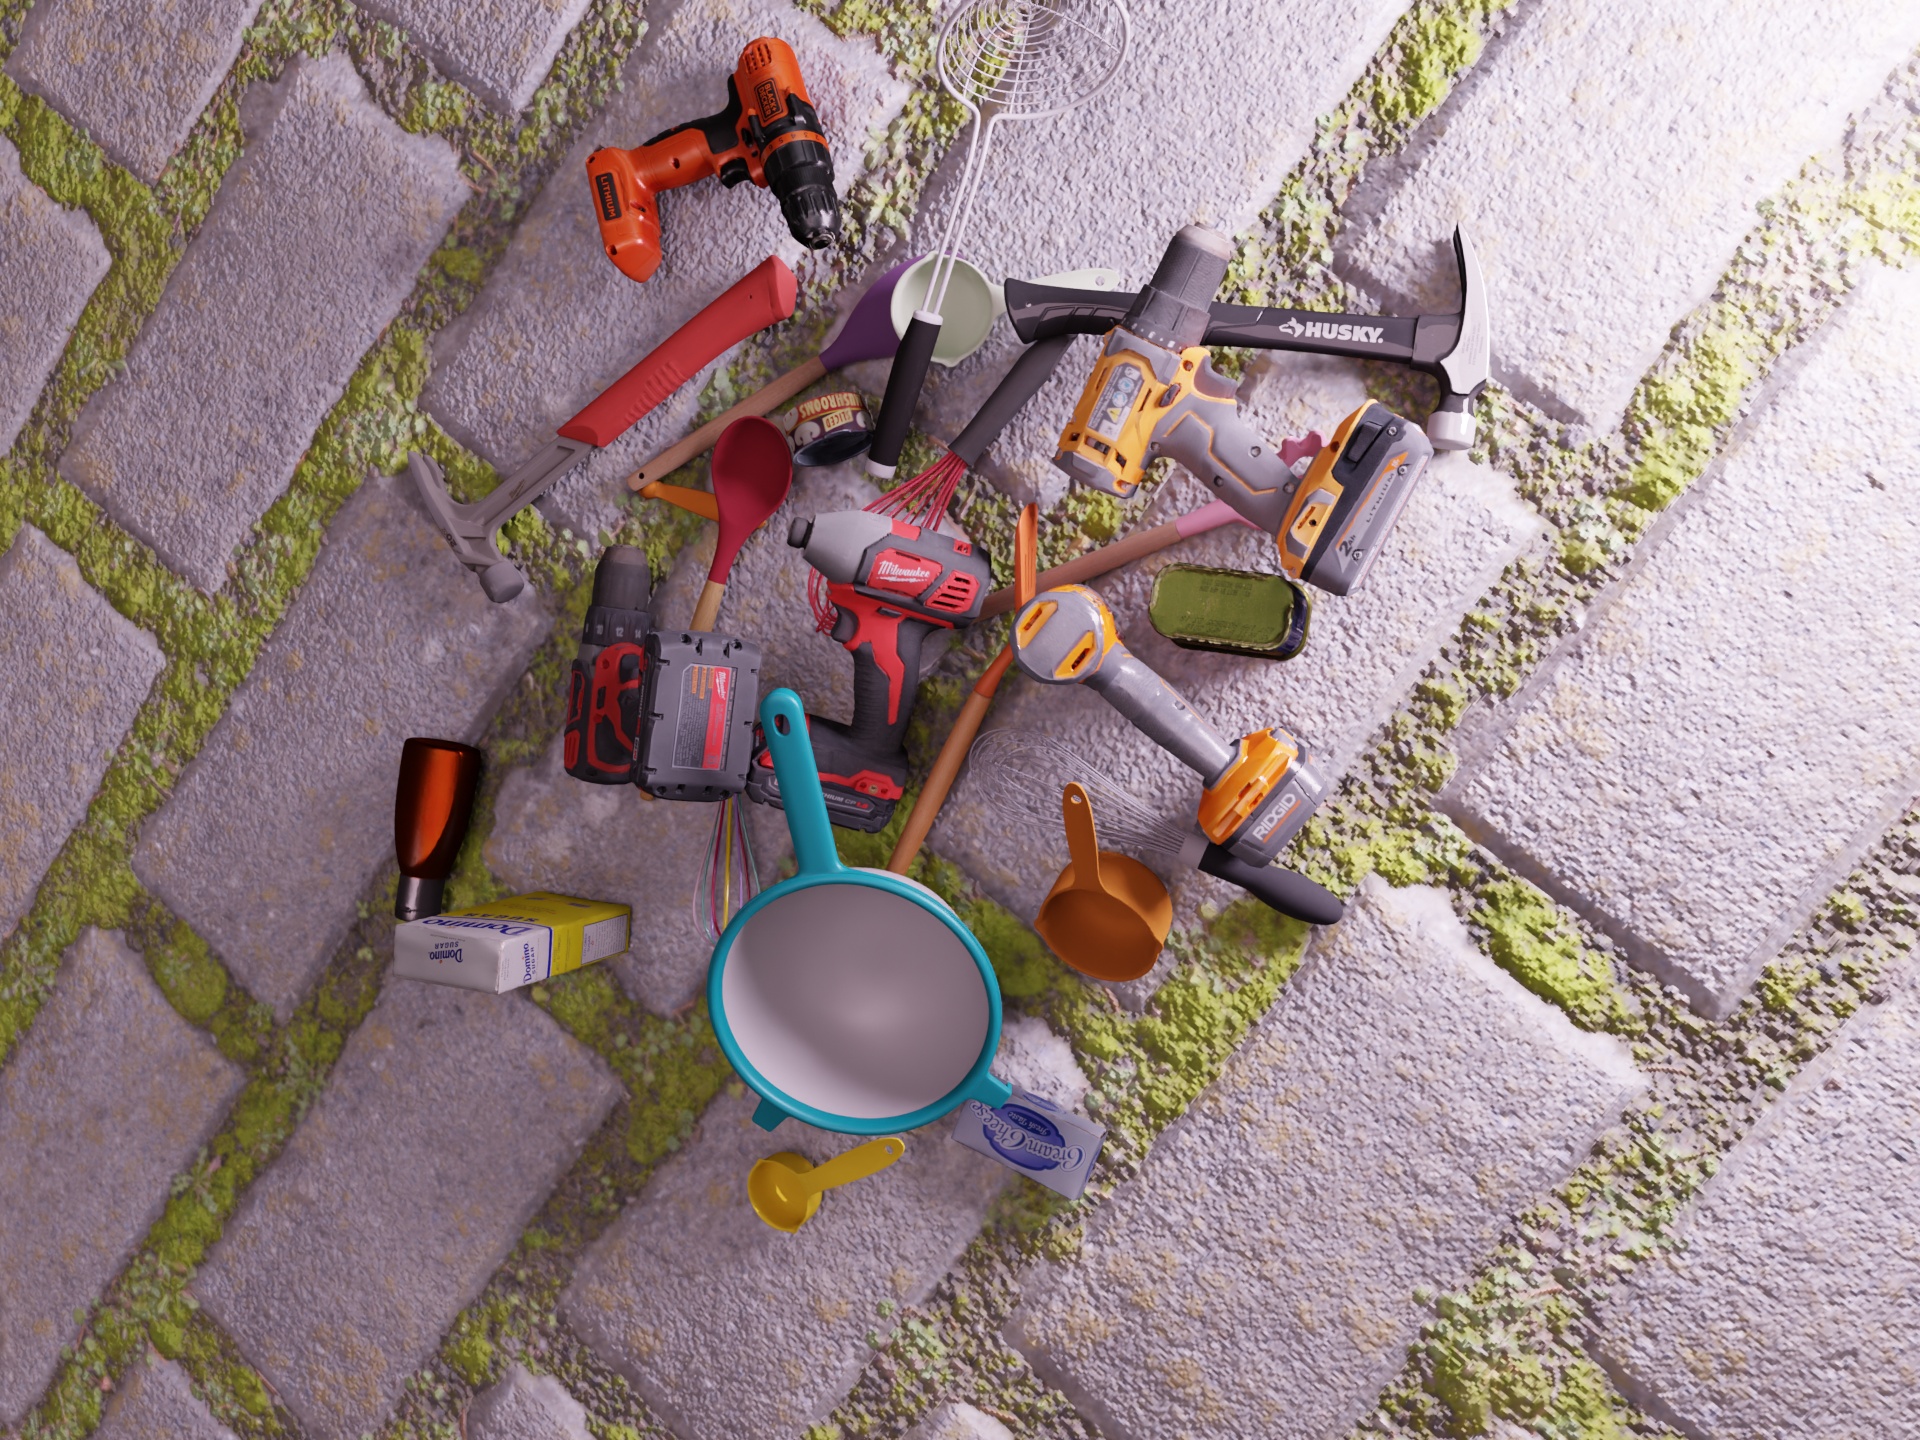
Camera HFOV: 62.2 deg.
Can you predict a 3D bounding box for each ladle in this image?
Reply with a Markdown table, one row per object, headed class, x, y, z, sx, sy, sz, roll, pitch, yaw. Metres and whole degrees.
| class | x | y | z | sx | sy | sz | roll | pitch | yaw |
| --- | --- | --- | --- | --- | --- | --- | --- | --- | --- |
| ladle | -0.198 | -0.083 | 1.240 | 0.069 | 0.031 | 0.315 | 22 | 100 | 16 |

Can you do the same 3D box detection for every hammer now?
| class | x | y | z | sx | sy | sz | roll | pitch | yaw |
| --- | --- | --- | --- | --- | --- | --- | --- | --- | --- |
| hammer | 0.193 | -0.278 | 1.097 | 0.335 | 0.035 | 0.146 | 8 | 92 | 12 |
| hammer | -0.280 | -0.254 | 1.268 | 0.359 | 0.036 | 0.149 | -35 | 79 | 15 |

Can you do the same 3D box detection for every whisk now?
| class | x | y | z | sx | sy | sz | roll | pitch | yaw |
| --- | --- | --- | --- | --- | --- | --- | --- | --- | --- |
| whisk | -0.177 | 0.064 | 1.228 | 0.051 | 0.047 | 0.245 | 0 | 86 | 19 |
| whisk | 0.135 | 0.077 | 1.120 | 0.285 | 0.070 | 0.070 | 23 | 97 | 12 |
| whisk | -0.014 | -0.179 | 1.169 | 0.073 | 0.073 | 0.296 | 42 | 96 | 14 |

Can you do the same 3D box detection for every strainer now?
| class | x | y | z | sx | sy | sz | roll | pitch | yaw |
| --- | --- | --- | --- | --- | --- | --- | --- | --- | --- |
| strainer | -0.083 | 0.128 | 1.135 | 0.211 | 0.095 | 0.340 | -9 | 108 | 11 |

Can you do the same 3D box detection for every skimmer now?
| class | x | y | z | sx | sy | sz | roll | pitch | yaw |
| --- | --- | --- | --- | --- | --- | --- | --- | --- | --- |
| skimmer | 0.006 | -0.328 | 1.091 | 0.090 | 0.127 | 0.363 | 50 | 127 | 51 |

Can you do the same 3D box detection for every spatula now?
| class | x | y | z | sx | sy | sz | roll | pitch | yaw |
| --- | --- | --- | --- | --- | --- | --- | --- | --- | --- |
| spatula | -0.002 | -0.004 | 1.154 | 0.041 | 0.081 | 0.322 | 27 | 108 | 3 |
| spatula | -0.128 | -0.263 | 1.223 | 0.316 | 0.018 | 0.060 | -30 | 87 | 13 |

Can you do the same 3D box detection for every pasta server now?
| class | x | y | z | sx | sy | sz | roll | pitch | yaw |
| --- | --- | --- | --- | --- | --- | --- | --- | --- | --- |
| pasta server | 0.129 | -0.125 | 1.132 | 0.316 | 0.040 | 0.060 | -21 | 93 | 18 |

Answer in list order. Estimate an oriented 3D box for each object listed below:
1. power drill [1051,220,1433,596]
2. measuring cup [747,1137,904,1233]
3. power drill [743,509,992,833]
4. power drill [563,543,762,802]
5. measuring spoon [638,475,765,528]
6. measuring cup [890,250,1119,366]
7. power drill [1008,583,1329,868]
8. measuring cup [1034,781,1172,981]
| class | x | y | z | sx | sy | sz | roll | pitch | yaw |
| --- | --- | --- | --- | --- | --- | --- | --- | --- | --- |
| power drill | 0.192 | -0.203 | 1.042 | 0.226 | 0.084 | 0.185 | 30 | 107 | 16 |
| measuring cup | -0.095 | 0.335 | 1.187 | 0.156 | 0.029 | 0.062 | -30 | 85 | 30 |
| power drill | -0.078 | -0.041 | 1.131 | 0.143 | 0.079 | 0.219 | 17 | 111 | -12 |
| power drill | -0.231 | -0.036 | 1.180 | 0.227 | 0.080 | 0.188 | 11 | 95 | 58 |
| measuring spoon | -0.206 | -0.172 | 1.255 | 0.117 | 0.011 | 0.021 | 19 | 95 | 17 |
| measuring cup | 0.033 | -0.310 | 1.166 | 0.167 | 0.038 | 0.083 | -9 | 106 | 6 |
| power drill | 0.136 | -0.009 | 1.079 | 0.226 | 0.164 | 0.084 | 39 | 101 | 2 |
| measuring cup | 0.097 | 0.099 | 1.091 | 0.095 | 0.052 | 0.173 | 6 | 127 | 26 |
